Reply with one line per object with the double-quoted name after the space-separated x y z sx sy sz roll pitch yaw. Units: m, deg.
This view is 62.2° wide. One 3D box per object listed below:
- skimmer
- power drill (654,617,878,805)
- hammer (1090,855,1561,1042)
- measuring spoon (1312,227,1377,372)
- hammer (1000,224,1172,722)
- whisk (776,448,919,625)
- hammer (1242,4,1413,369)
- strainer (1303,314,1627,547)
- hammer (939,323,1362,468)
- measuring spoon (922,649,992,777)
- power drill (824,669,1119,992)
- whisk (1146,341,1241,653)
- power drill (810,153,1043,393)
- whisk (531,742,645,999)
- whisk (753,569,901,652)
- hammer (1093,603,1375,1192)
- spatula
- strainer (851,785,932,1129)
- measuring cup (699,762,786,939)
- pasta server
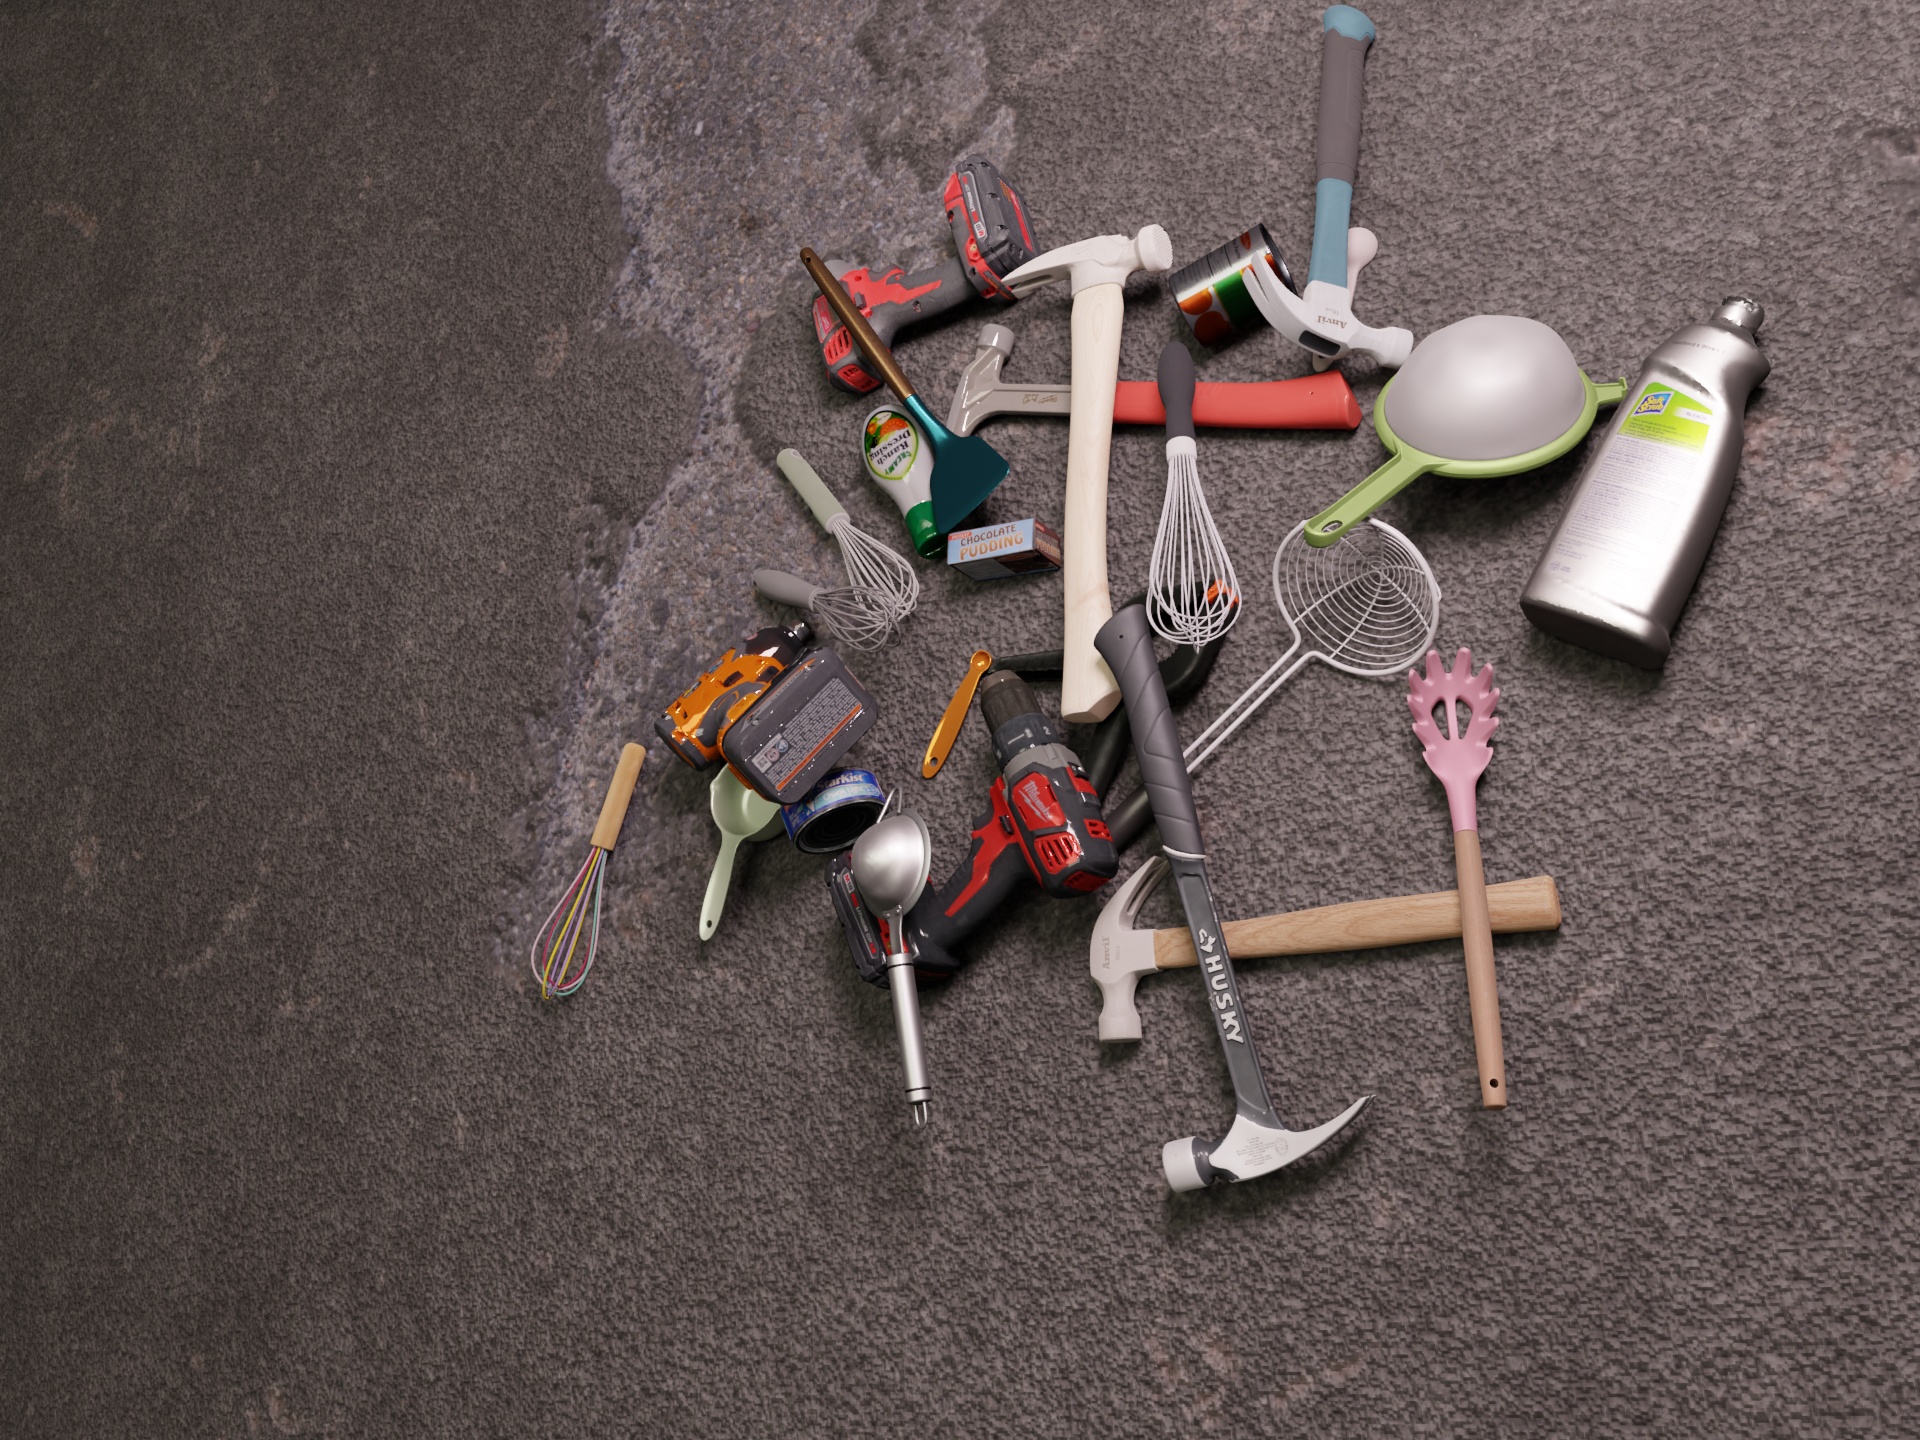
0.191 0.003 1.155 0.127 0.090 0.363 46 102 8 "skimmer"
-0.157 -0.018 1.331 0.164 0.084 0.227 -46 25 -13 "power drill"
0.245 0.145 1.112 0.331 0.031 0.130 -12 69 27 "hammer"
0.296 -0.332 1.247 0.034 0.018 0.124 12 81 33 "measuring spoon"
0.094 -0.197 1.269 0.146 0.038 0.411 -7 70 31 "hammer"
-0.106 -0.170 1.418 0.059 0.057 0.247 -50 51 17 "whisk"
0.294 -0.426 1.240 0.128 0.033 0.331 12 67 -6 "hammer"
0.325 -0.210 1.092 0.256 0.069 0.152 -37 47 -20 "strainer"
0.147 -0.251 1.299 0.359 0.036 0.149 9 79 33 "hammer"
-0.002 -0.004 1.324 0.021 0.011 0.117 27 92 34 "measuring spoon"
0.003 0.087 1.228 0.226 0.080 0.188 -37 58 25 "power drill"
0.168 -0.175 1.197 0.070 0.070 0.285 -15 56 26 "whisk"
-0.042 -0.405 1.442 0.219 0.078 0.143 -26 63 25 "power drill"
-0.336 0.137 1.455 0.051 0.047 0.245 9 75 34 "whisk"
-0.120 -0.102 1.376 0.239 0.055 0.055 23 86 54 "whisk"
0.167 0.110 1.116 0.149 0.036 0.409 -20 73 22 "hammer"
-0.061 -0.299 1.374 0.082 0.044 0.318 -41 70 20 "spatula"
-0.047 0.169 1.171 0.087 0.050 0.259 -28 64 44 "strainer"
-0.189 0.111 1.379 0.083 0.038 0.167 12 82 33 "measuring cup"
0.333 0.096 1.038 0.060 0.040 0.316 -4 58 14 "pasta server"
